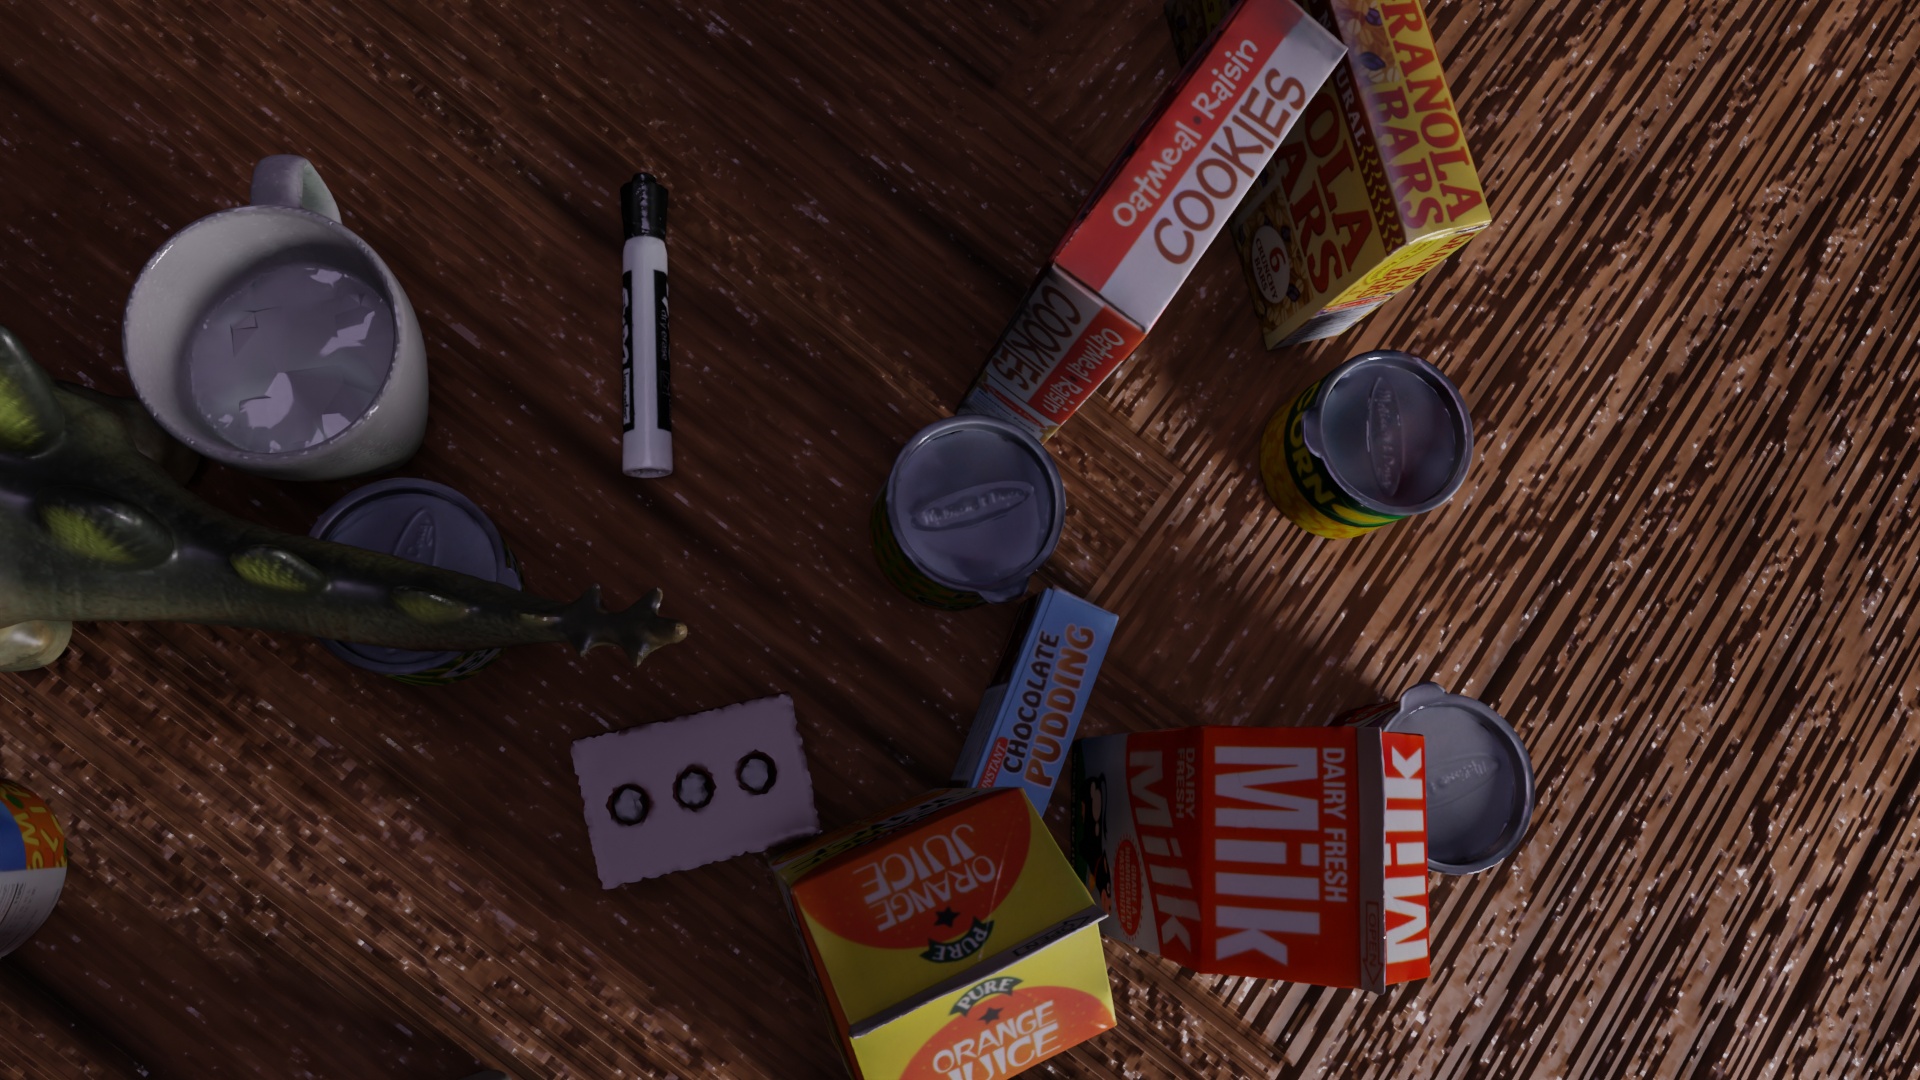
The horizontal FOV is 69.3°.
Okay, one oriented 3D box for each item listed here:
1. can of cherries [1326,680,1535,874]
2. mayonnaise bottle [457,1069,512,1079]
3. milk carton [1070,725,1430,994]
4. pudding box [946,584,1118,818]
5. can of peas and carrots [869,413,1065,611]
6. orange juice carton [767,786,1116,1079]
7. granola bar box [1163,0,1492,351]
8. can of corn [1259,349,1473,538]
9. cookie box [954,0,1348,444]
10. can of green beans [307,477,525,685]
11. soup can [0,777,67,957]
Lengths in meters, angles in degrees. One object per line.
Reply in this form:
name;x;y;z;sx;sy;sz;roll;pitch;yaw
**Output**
can of cherries;0.176;0.092;0.540;0.071;0.058;0.071;2;79;-10
mayonnaise bottle;-0.164;0.197;0.409;0.065;0.147;0.041;-32;87;-14
milk carton;0.094;0.099;0.455;0.073;0.190;0.072;3;79;-10
pudding box;0.026;0.062;0.522;0.030;0.049;0.084;24;76;-5
can of peas and carrots;0.002;-0.007;0.526;0.071;0.058;0.071;2;79;-10
orange juice carton;-0.011;0.123;0.429;0.072;0.192;0.073;-21;84;-13
granola bar box;0.139;-0.174;0.550;0.039;0.124;0.165;-13;82;-12
can of corn;0.160;-0.037;0.561;0.071;0.058;0.071;2;79;-10
cookie box;0.059;-0.105;0.499;0.040;0.167;0.123;36;76;-2
can of green beans;-0.189;0.016;0.486;0.071;0.057;0.071;2;79;-10
soup can;-0.332;0.103;0.430;0.071;0.083;0.071;2;79;-10
